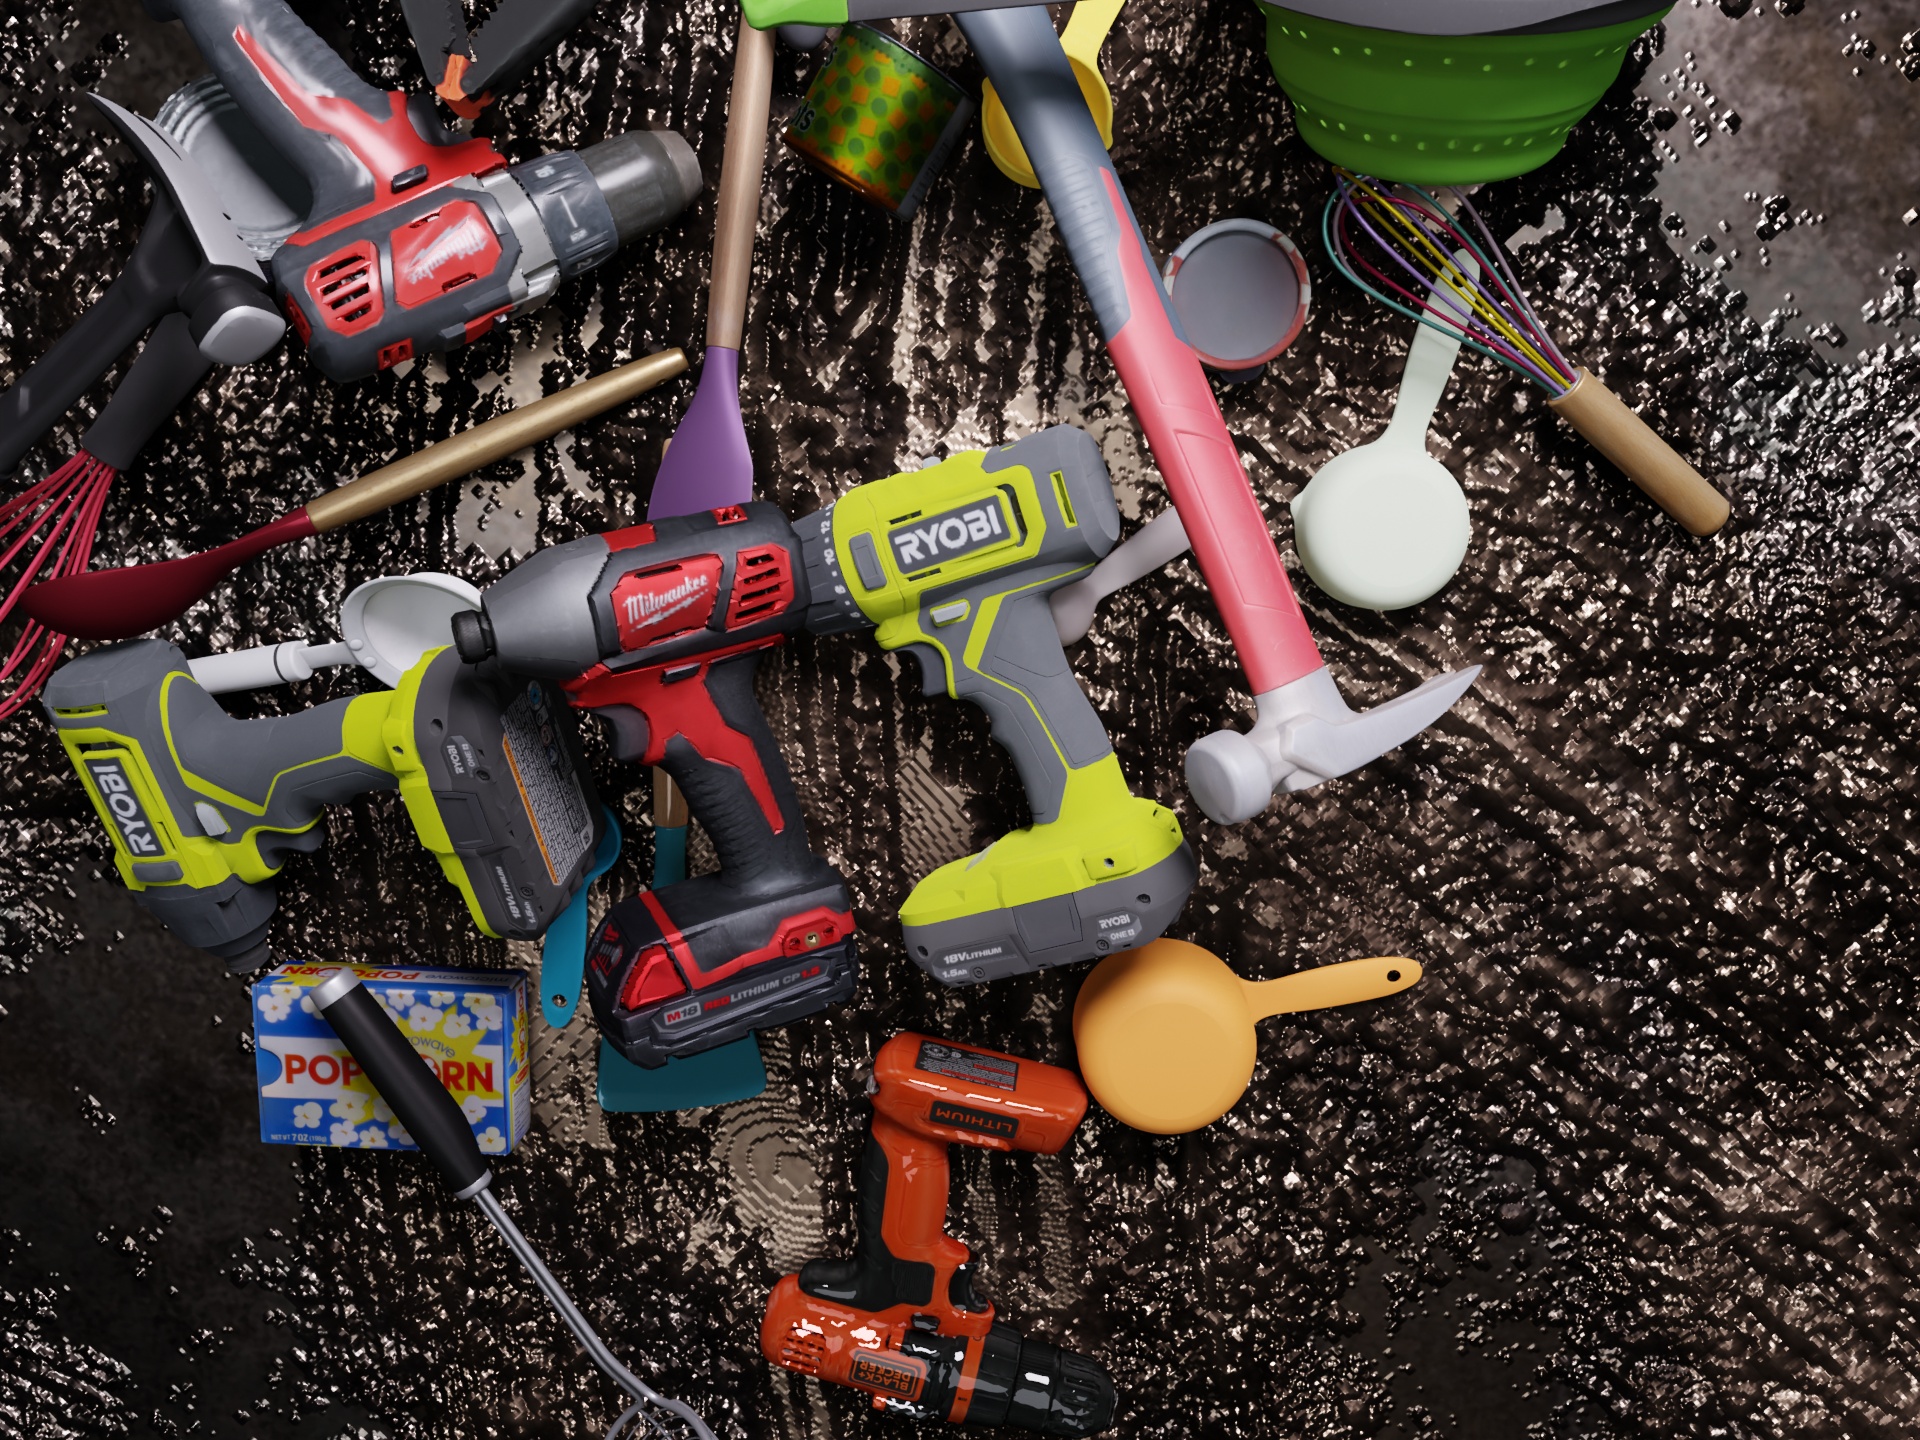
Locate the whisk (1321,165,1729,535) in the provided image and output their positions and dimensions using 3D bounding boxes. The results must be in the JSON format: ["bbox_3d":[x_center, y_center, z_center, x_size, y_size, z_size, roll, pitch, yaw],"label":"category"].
[{"bbox_3d":[0.249,-0.158,0.693,0.245,0.047,0.051,36,78,-15],"label":"whisk"}]

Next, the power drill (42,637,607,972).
[{"bbox_3d":[-0.288,0.042,0.734,0.223,0.080,0.171,-4,119,14],"label":"power drill"}]

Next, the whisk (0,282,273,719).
[{"bbox_3d":[-0.409,-0.108,0.739,0.073,0.073,0.296,38,94,-5],"label":"whisk"}]

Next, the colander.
[{"bbox_3d":[0.115,-0.265,0.626,0.397,0.205,0.094,-10,132,-9],"label":"colander"}]

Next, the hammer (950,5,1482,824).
[{"bbox_3d":[0.092,-0.160,0.668,0.143,0.038,0.386,-23,91,-24],"label":"hammer"}]

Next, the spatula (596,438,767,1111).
[{"bbox_3d":[-0.134,0.027,0.758,0.082,0.044,0.317,-1,100,-19],"label":"spatula"}]

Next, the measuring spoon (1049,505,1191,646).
[{"bbox_3d":[0.082,-0.075,0.741,0.124,0.018,0.034,-34,98,10],"label":"measuring spoon"}]

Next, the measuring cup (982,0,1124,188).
[{"bbox_3d":[0.058,-0.308,0.701,0.062,0.029,0.156,25,89,-3],"label":"measuring cup"}]

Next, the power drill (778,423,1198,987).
[{"bbox_3d":[-0.001,-0.002,0.726,0.190,0.080,0.228,-16,98,19],"label":"power drill"}]

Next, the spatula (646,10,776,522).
[{"bbox_3d":[-0.106,-0.192,0.713,0.060,0.018,0.316,11,96,29],"label":"spatula"}]

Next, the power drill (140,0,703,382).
[{"bbox_3d":[-0.235,-0.276,0.674,0.188,0.080,0.226,-30,97,-18],"label":"power drill"}]

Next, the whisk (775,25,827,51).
[{"bbox_3d":[-0.095,-0.425,0.658,0.070,0.070,0.284,-12,101,5],"label":"whisk"}]

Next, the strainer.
[{"bbox_3d":[-0.309,-0.032,0.756,0.258,0.050,0.086,-9,136,9],"label":"strainer"}]

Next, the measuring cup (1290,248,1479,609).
[{"bbox_3d":[0.205,-0.130,0.716,0.083,0.038,0.167,15,102,-1],"label":"measuring cup"}]

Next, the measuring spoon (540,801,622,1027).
[{"bbox_3d":[-0.192,0.094,0.790,0.042,0.021,0.128,12,110,0],"label":"measuring spoon"}]

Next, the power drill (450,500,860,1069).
[{"bbox_3d":[-0.124,0.026,0.674,0.143,0.079,0.219,-15,110,-21],"label":"power drill"}]

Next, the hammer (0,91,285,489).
[{"bbox_3d":[-0.430,-0.111,0.680,0.337,0.034,0.127,-37,75,15],"label":"hammer"}]

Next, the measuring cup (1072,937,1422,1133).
[{"bbox_3d":[0.139,0.145,0.764,0.173,0.052,0.095,-13,100,7],"label":"measuring cup"}]

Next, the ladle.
[{"bbox_3d":[-0.270,-0.103,0.725,0.315,0.069,0.031,-25,85,-5],"label":"ladle"}]

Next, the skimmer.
[{"bbox_3d":[-0.215,0.286,0.749,0.127,0.090,0.363,-27,99,39],"label":"skimmer"}]
